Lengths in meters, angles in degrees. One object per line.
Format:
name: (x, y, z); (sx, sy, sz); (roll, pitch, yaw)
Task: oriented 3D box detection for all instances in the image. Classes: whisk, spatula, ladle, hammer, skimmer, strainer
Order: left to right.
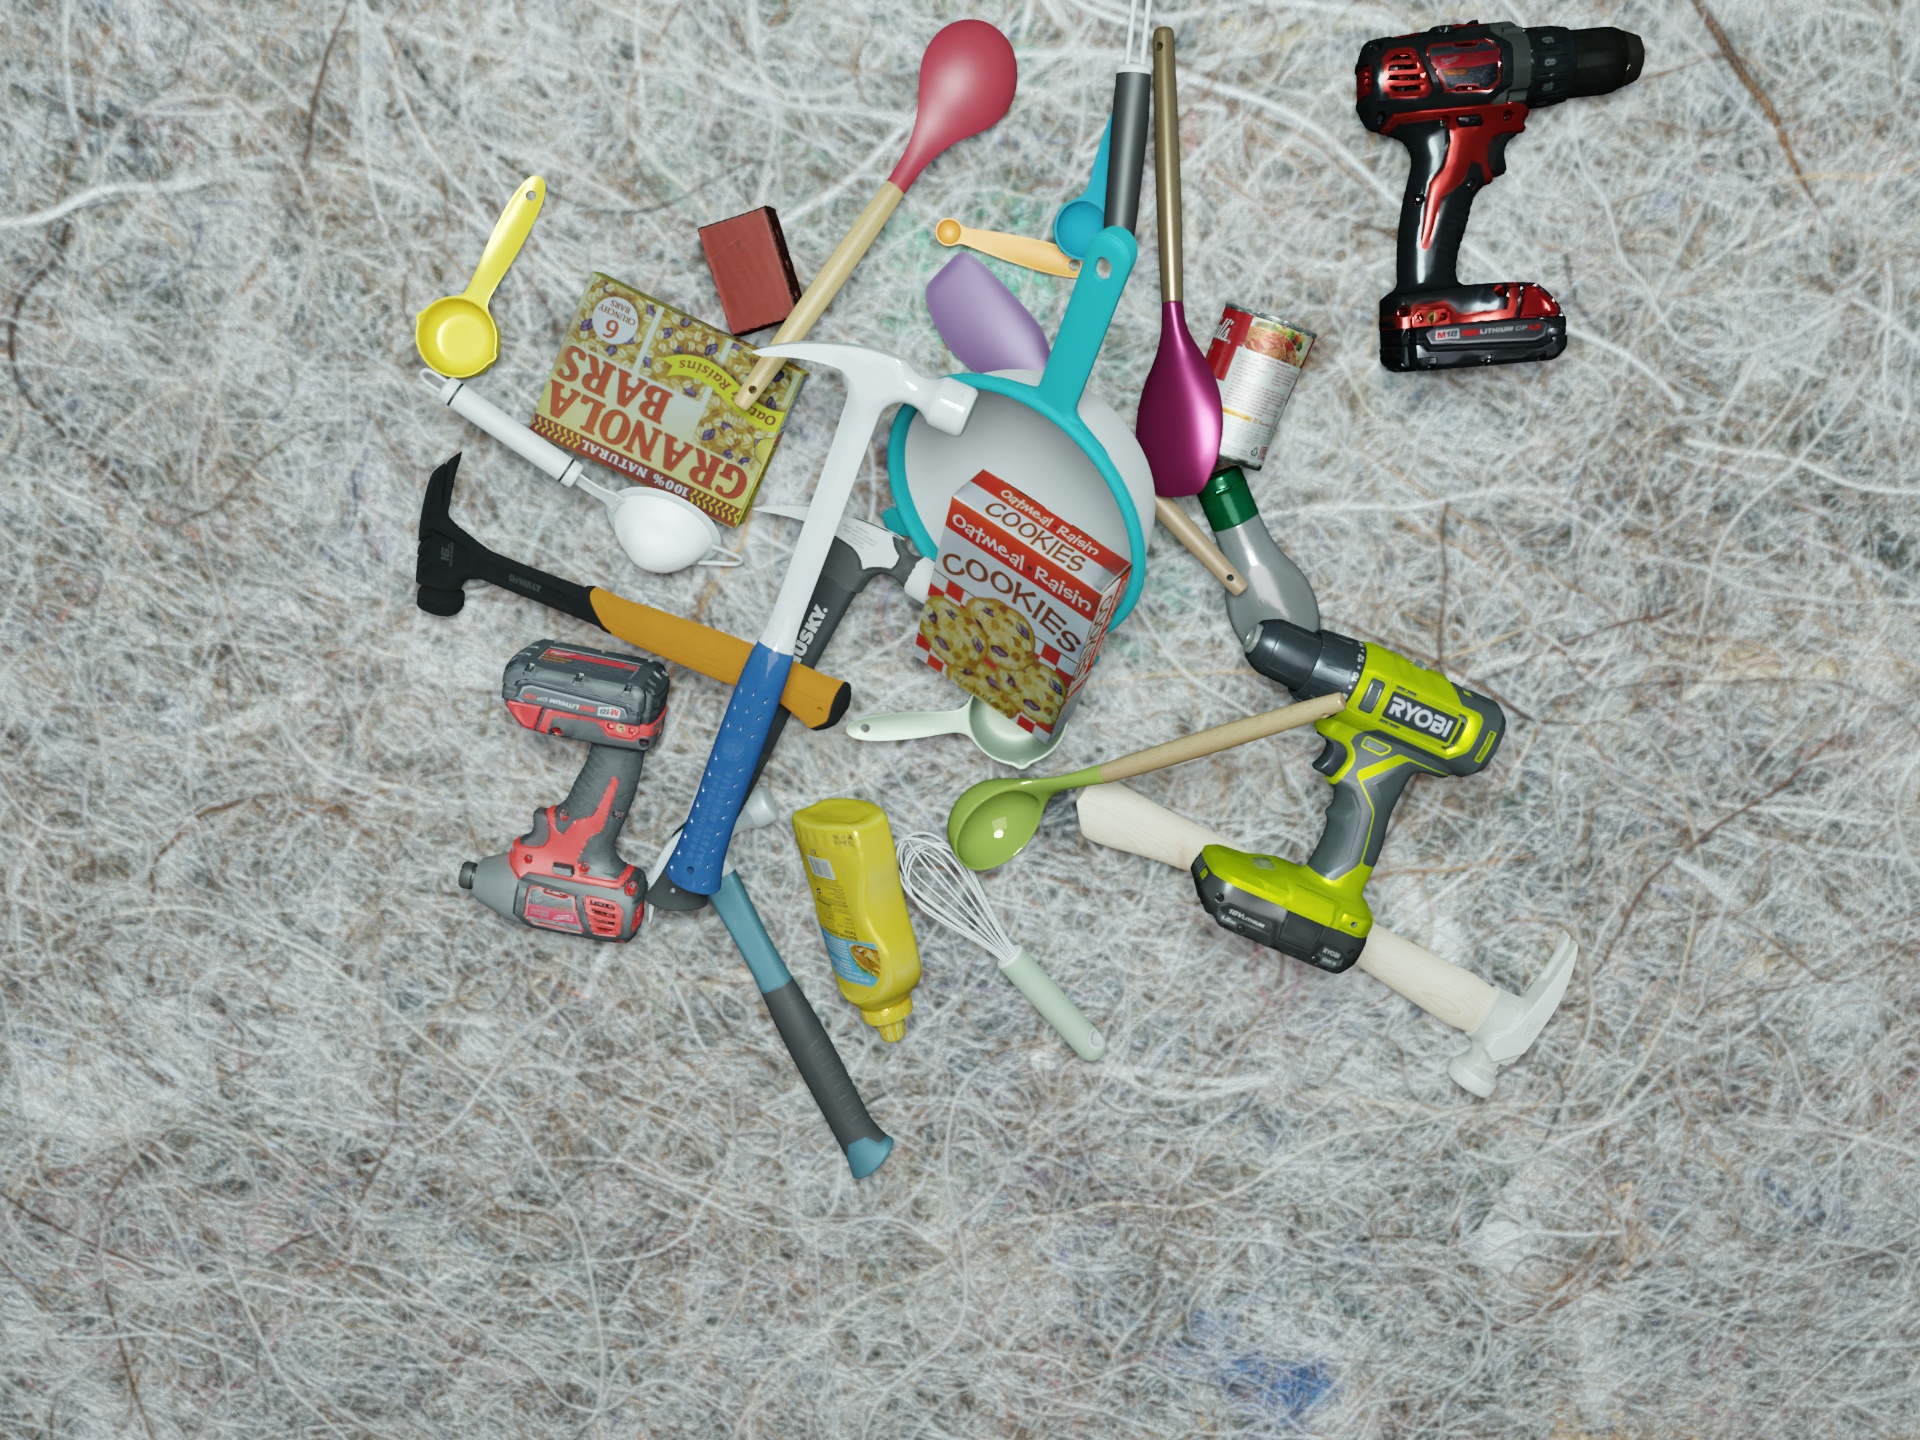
strainer: (-0.272, -0.169, 1.134); (0.258, 0.050, 0.087); (34, 144, -16)
hammer: (-0.234, -0.078, 1.141); (0.337, 0.034, 0.127); (22, 125, 6)
hammer: (-0.149, -0.003, 1.180); (0.146, 0.035, 0.334); (31, 100, 8)
hammer: (-0.127, -0.063, 1.082); (0.144, 0.035, 0.405); (23, 110, 1)
hammer: (-0.139, 0.221, 1.266); (0.128, 0.033, 0.331); (-25, 103, 6)
ladle: (-0.061, -0.343, 1.086); (0.069, 0.031, 0.315); (35, 92, -18)
whisk: (0.033, 0.180, 1.250); (0.246, 0.058, 0.059); (49, 135, -13)
strainer: (0.072, -0.200, 1.056); (0.211, 0.095, 0.340); (37, 144, 12)
spatula: (0.093, -0.206, 1.141); (0.316, 0.018, 0.060); (46, 104, -1)
skimmer: (0.111, -0.494, 1.038); (0.127, 0.090, 0.363); (10, 104, 21)
ladle: (0.127, 0.042, 1.142); (0.320, 0.062, 0.078); (-19, 148, 31)
hammer: (0.277, 0.140, 1.236); (0.410, 0.038, 0.146); (29, 102, -6)

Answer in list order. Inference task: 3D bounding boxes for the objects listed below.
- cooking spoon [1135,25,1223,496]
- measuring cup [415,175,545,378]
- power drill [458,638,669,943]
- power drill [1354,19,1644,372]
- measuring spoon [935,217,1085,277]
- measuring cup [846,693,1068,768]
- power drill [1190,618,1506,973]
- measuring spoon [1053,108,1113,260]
cooking spoon: (0.145, -0.315, 1.101); (0.069, 0.017, 0.319); (1, 95, 36)
measuring cup: (-0.335, -0.317, 1.139); (0.062, 0.029, 0.156); (28, 92, -6)
power drill: (-0.301, 0.058, 1.207); (0.143, 0.079, 0.219); (11, 107, -1)
power drill: (0.369, -0.359, 1.085); (0.188, 0.080, 0.226); (-5, 102, 2)
measuring spoon: (0.039, -0.334, 1.131); (0.117, 0.011, 0.021); (13, 96, -6)
measuring cup: (-0.002, -0.004, 1.203); (0.167, 0.038, 0.083); (-5, 105, 4)
power drill: (0.260, 0.050, 1.154); (0.190, 0.080, 0.228); (23, 102, -7)
measuring spoon: (0.099, -0.385, 1.115); (0.042, 0.021, 0.128); (19, 95, -17)
